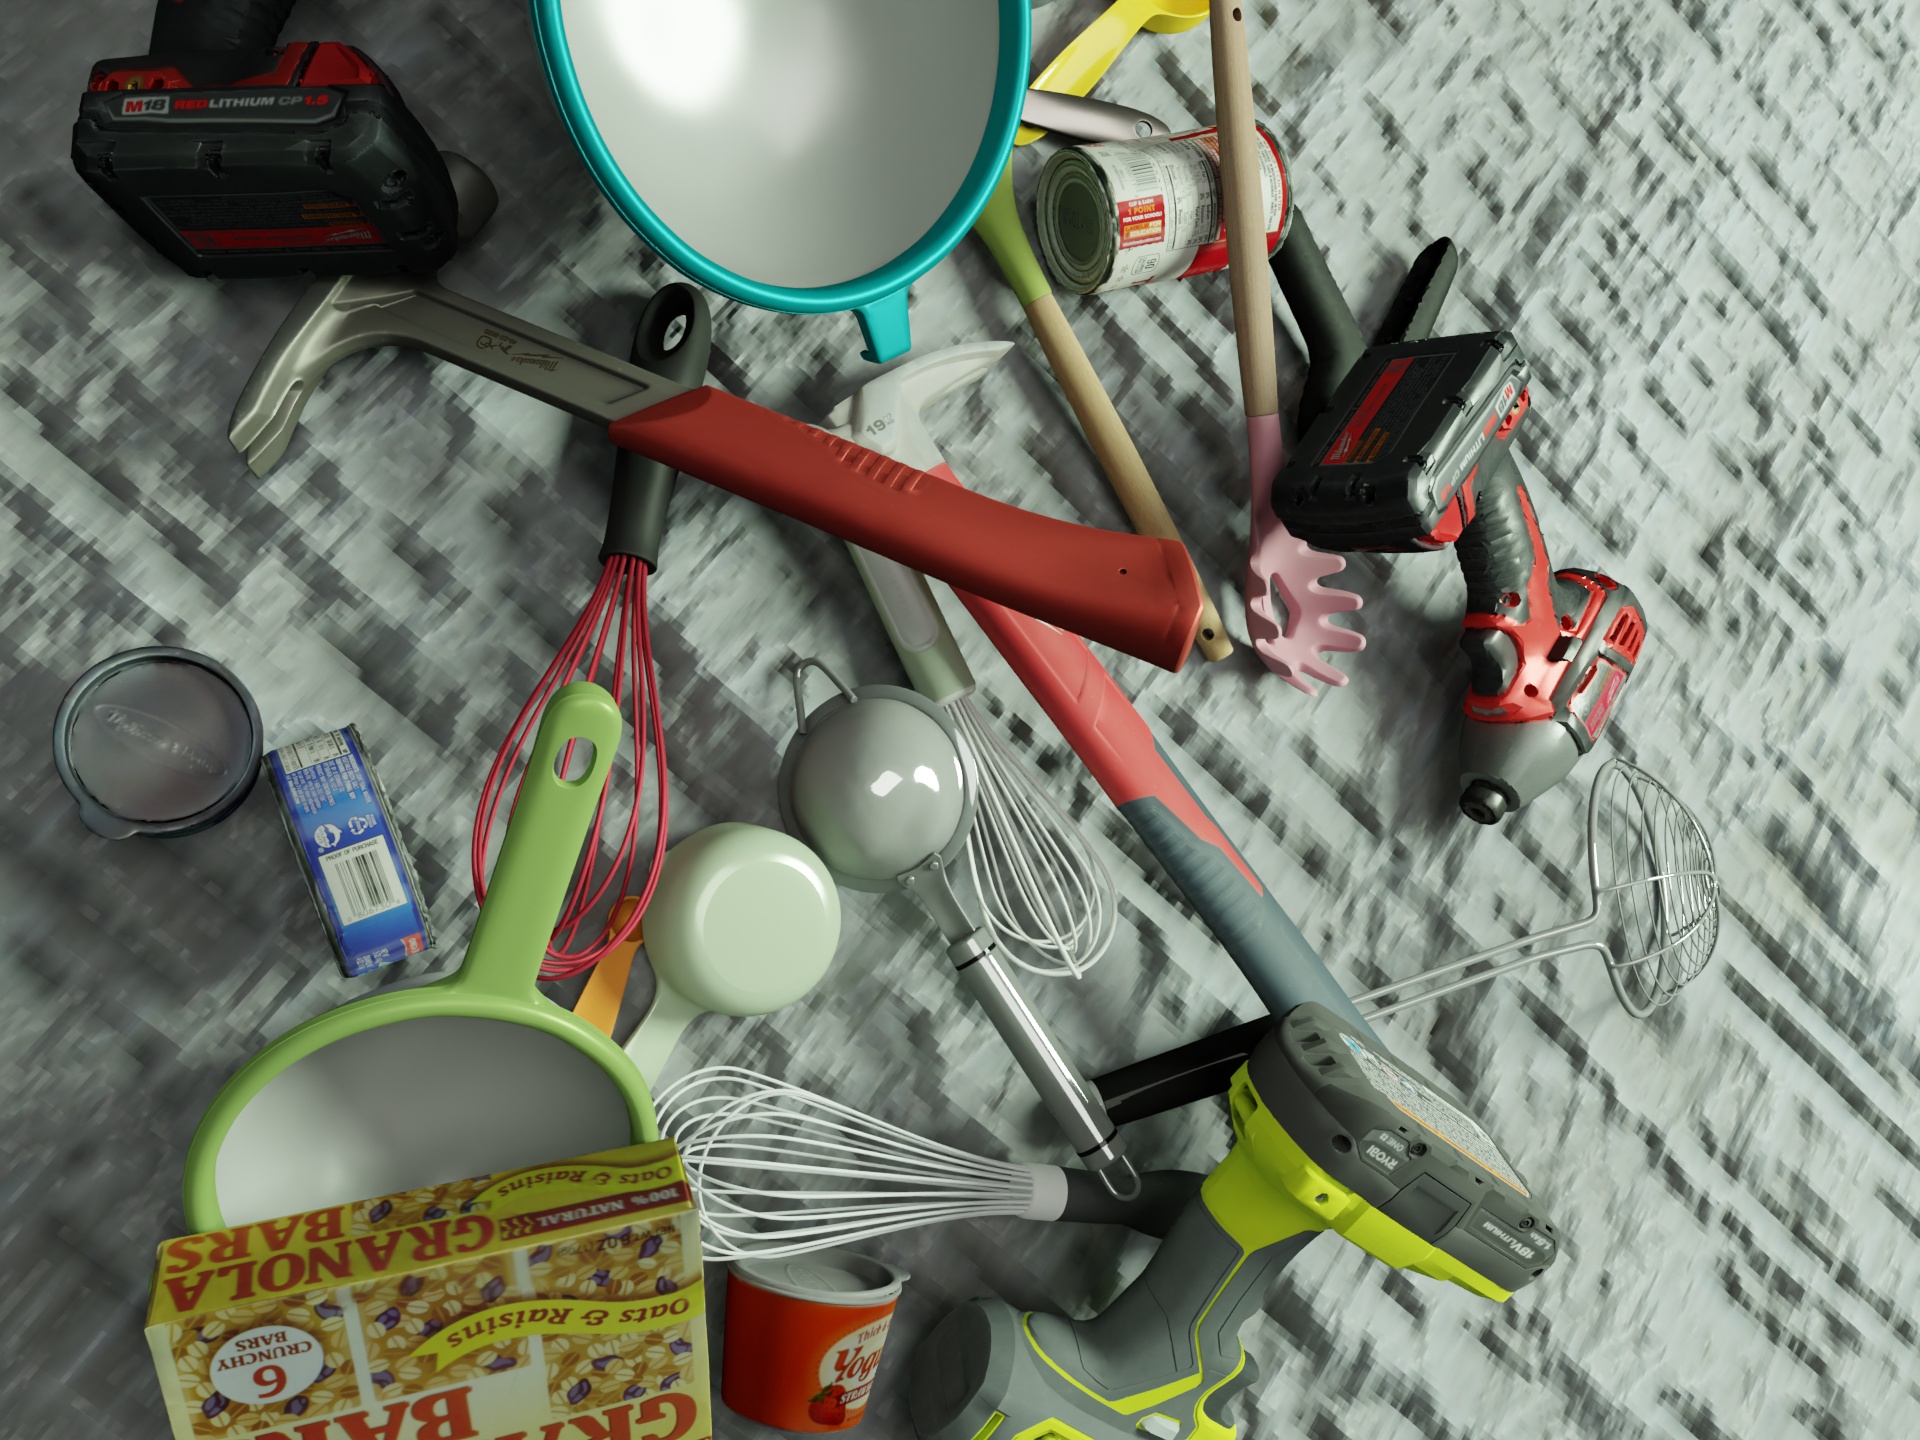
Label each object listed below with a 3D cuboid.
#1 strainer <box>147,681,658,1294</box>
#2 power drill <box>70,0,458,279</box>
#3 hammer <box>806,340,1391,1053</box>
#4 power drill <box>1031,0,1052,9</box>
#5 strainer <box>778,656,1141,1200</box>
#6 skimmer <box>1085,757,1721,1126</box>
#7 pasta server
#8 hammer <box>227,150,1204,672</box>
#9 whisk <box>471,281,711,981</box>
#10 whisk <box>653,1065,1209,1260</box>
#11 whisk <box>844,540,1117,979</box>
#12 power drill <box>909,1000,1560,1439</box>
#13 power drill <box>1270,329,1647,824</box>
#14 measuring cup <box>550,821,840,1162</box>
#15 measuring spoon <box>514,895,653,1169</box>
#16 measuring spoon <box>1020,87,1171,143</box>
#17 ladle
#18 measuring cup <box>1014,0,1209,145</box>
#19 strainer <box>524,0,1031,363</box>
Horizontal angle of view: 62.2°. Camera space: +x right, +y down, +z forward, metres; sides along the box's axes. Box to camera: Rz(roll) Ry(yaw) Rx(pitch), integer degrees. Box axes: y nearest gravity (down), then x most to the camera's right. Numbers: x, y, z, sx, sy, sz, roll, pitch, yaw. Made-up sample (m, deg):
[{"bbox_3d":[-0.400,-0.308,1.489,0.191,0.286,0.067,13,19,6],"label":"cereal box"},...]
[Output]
[{"bbox_3d":[-0.166,0.093,0.538,0.151,0.069,0.256,14,110,-26],"label":"strainer"},{"bbox_3d":[-0.222,-0.285,0.587,0.188,0.080,0.227,-1,76,2],"label":"power drill"},{"bbox_3d":[0.081,0.012,0.678,0.386,0.038,0.143,53,49,-2],"label":"hammer"},{"bbox_3d":[-0.058,-0.390,0.704,0.226,0.084,0.164,-23,89,-28],"label":"power drill"},{"bbox_3d":[0.000,0.085,0.644,0.087,0.050,0.258,-34,89,13],"label":"strainer"},{"bbox_3d":[0.212,0.118,0.755,0.363,0.090,0.127,-16,98,-14],"label":"skimmer"},{"bbox_3d":[0.141,-0.167,0.724,0.060,0.040,0.316,-19,108,-34],"label":"pasta server"},{"bbox_3d":[-0.083,-0.093,0.589,0.359,0.036,0.149,24,70,9],"label":"hammer"},{"bbox_3d":[-0.134,-0.044,0.627,0.073,0.073,0.296,14,70,-20],"label":"whisk"},{"bbox_3d":[0.004,0.186,0.643,0.284,0.070,0.070,13,76,-27],"label":"whisk"},{"bbox_3d":[-0.001,-0.002,0.680,0.058,0.059,0.246,-26,87,4],"label":"whisk"},{"bbox_3d":[0.118,0.241,0.626,0.190,0.080,0.228,36,103,-20],"label":"power drill"},{"bbox_3d":[0.243,-0.060,0.747,0.219,0.079,0.143,50,65,-31],"label":"power drill"},{"bbox_3d":[-0.106,0.116,0.613,0.083,0.038,0.168,40,70,-24],"label":"measuring cup"},{"bbox_3d":[-0.147,0.123,0.618,0.021,0.011,0.117,27,75,-27],"label":"measuring spoon"},{"bbox_3d":[0.043,-0.290,0.749,0.124,0.018,0.034,8,89,-12],"label":"measuring spoon"},{"bbox_3d":[0.045,-0.166,0.721,0.320,0.078,0.062,61,21,-7],"label":"ladle"},{"bbox_3d":[0.072,-0.334,0.781,0.062,0.029,0.156,43,80,-9],"label":"measuring cup"},{"bbox_3d":[-0.125,-0.278,0.551,0.340,0.095,0.211,21,88,-41],"label":"strainer"}]
